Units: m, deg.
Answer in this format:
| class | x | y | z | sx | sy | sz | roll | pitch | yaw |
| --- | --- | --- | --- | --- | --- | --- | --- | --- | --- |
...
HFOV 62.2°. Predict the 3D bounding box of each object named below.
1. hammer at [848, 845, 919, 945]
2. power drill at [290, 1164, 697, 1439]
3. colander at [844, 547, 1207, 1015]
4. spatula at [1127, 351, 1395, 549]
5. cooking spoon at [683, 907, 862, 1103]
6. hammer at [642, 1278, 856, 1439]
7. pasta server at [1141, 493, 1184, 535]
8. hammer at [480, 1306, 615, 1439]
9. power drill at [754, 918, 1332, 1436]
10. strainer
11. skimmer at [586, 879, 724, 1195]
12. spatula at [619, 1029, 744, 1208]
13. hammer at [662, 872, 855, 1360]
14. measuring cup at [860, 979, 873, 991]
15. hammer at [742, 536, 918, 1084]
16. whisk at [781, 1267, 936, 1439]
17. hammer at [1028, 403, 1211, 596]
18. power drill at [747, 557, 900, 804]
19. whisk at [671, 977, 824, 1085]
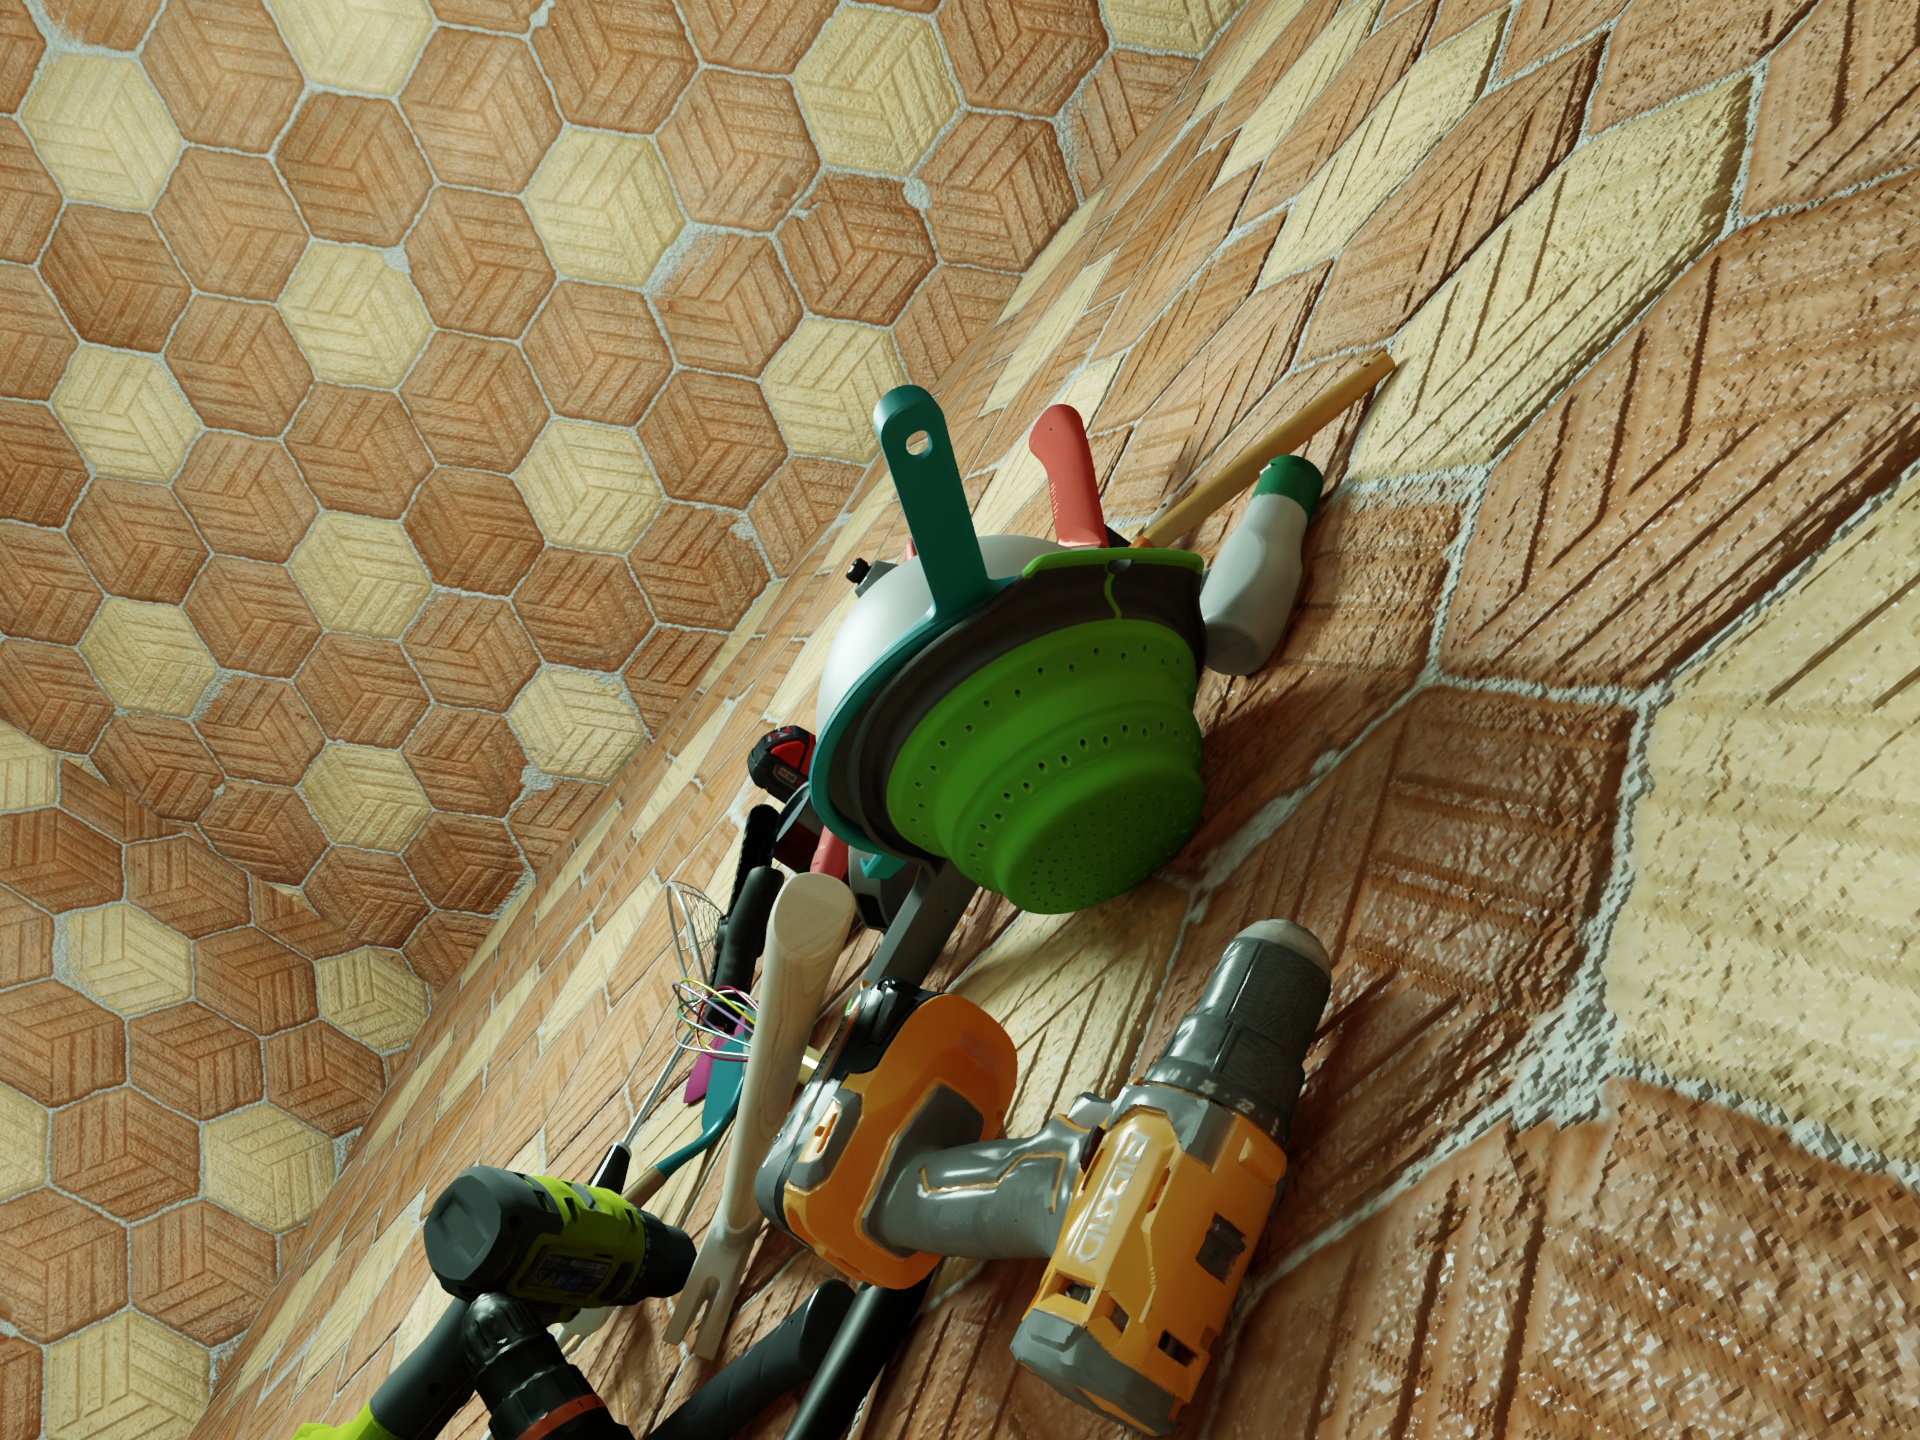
| class | x | y | z | sx | sy | sz | roll | pitch | yaw |
| --- | --- | --- | --- | --- | --- | --- | --- | --- | --- |
| hammer | -0.002 | -0.003 | 1.070 | 0.031 | 0.129 | 0.331 | 5 | 49 | 22 |
| power drill | -0.259 | 0.361 | 0.888 | 0.080 | 0.190 | 0.228 | 32 | 85 | 36 |
| colander | 0.024 | 0.086 | 0.844 | 0.095 | 0.204 | 0.396 | 60 | 139 | 34 |
| spatula | 0.129 | -0.128 | 0.963 | 0.322 | 0.041 | 0.081 | -38 | 28 | -1 |
| cooking spoon | -0.128 | 0.196 | 1.218 | 0.318 | 0.017 | 0.069 | -47 | 16 | 28 |
| hammer | -0.185 | 0.416 | 0.859 | 0.409 | 0.036 | 0.149 | -46 | 15 | 25 |
| pasta server | 0.072 | -0.041 | 1.037 | 0.060 | 0.040 | 0.316 | -1 | 48 | 47 |
| hammer | -0.343 | 0.516 | 1.007 | 0.405 | 0.035 | 0.144 | -53 | -3 | -9 |
| power drill | 0.035 | 0.156 | 0.627 | 0.226 | 0.084 | 0.185 | -3 | 51 | 52 |
| strainer | -0.008 | -0.062 | 0.799 | 0.211 | 0.340 | 0.095 | -26 | 55 | -5 |
| skimmer | -0.259 | 0.274 | 1.218 | 0.363 | 0.090 | 0.127 | -64 | -17 | -48 |
| spatula | -0.236 | 0.325 | 1.105 | 0.082 | 0.044 | 0.317 | -37 | 3 | 44 |
| hammer | -0.100 | 0.199 | 0.789 | 0.410 | 0.038 | 0.146 | 108 | -177 | -55 |
| measuring cup | -0.042 | 0.187 | 0.816 | 0.052 | 0.095 | 0.174 | -61 | 18 | 6 |
| hammer | -0.080 | 0.060 | 1.104 | 0.143 | 0.038 | 0.386 | -125 | 53 | -77 |
| whisk | -0.083 | 0.342 | 0.676 | 0.073 | 0.073 | 0.296 | -34 | 18 | 53 |
| hammer | 0.091 | -0.140 | 1.104 | 0.149 | 0.036 | 0.359 | -27 | 30 | 16 |
| power drill | -0.078 | -0.023 | 1.323 | 0.219 | 0.143 | 0.078 | -55 | 12 | 4 |
| whisk | -0.113 | 0.207 | 0.989 | 0.245 | 0.051 | 0.047 | 10 | 88 | 51 |
